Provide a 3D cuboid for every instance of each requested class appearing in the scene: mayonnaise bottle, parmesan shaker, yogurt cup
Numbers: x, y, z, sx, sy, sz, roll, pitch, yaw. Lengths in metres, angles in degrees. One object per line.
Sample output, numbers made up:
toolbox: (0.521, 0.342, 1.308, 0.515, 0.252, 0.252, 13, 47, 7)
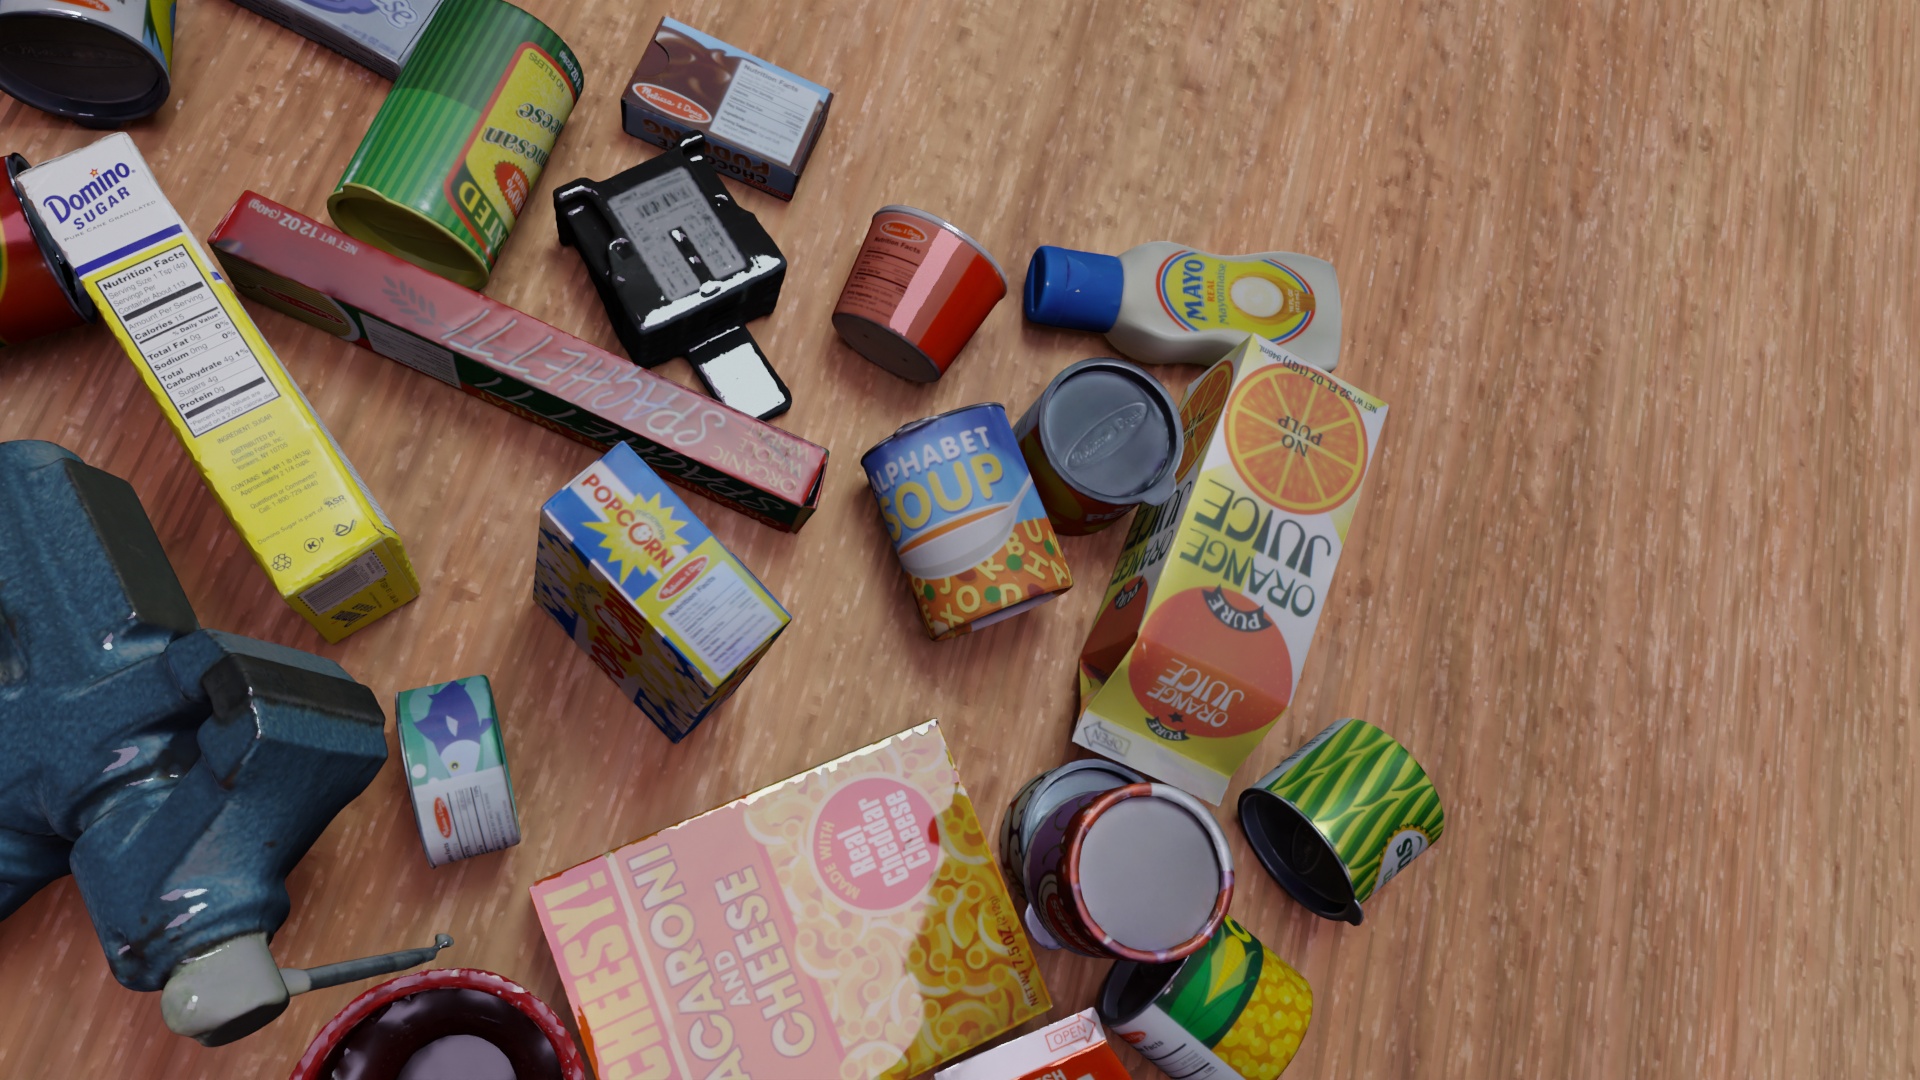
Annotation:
mayonnaise bottle: (0.105, -0.111, 0.657, 0.148, 0.041, 0.065, 5, 74, -14)
parmesan shaker: (-0.206, -0.165, 0.571, 0.071, 0.071, 0.103, 22, 71, -8)
yogurt cup: (-0.020, -0.106, 0.611, 0.072, 0.072, 0.054, 30, 78, -6)

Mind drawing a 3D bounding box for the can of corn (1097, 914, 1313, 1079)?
can of corn: (0.100, 0.184, 0.562, 0.058, 0.071, 0.071, 40, 69, -3)

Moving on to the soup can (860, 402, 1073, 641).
soup can: (0.002, -0.007, 0.585, 0.071, 0.071, 0.084, -19, 81, -19)

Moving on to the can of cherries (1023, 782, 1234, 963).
can of cherries: (0.062, 0.130, 0.533, 0.071, 0.058, 0.071, 4, 75, -14)

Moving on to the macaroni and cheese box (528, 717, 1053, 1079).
macaroni and cheese box: (-0.065, 0.158, 0.538, 0.167, 0.040, 0.124, -20, 81, -20)

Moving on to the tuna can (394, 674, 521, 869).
tuna can: (-0.186, 0.083, 0.514, 0.033, 0.071, 0.071, -12, 79, -18)

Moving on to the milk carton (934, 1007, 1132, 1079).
milk carton: (0.051, 0.281, 0.518, 0.072, 0.073, 0.191, -16, 80, -18)

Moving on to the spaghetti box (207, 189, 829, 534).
spaghetti box: (-0.172, -0.068, 0.566, 0.250, 0.050, 0.029, 24, 72, -8)

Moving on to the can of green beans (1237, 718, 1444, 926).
can of green beans: (0.163, 0.119, 0.597, 0.058, 0.071, 0.071, -32, 85, -21)

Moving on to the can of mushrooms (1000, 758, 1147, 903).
can of mushrooms: (0.051, 0.128, 0.581, 0.071, 0.033, 0.071, 4, 74, -15)

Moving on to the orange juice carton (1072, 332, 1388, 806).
orange juice carton: (0.113, 0.014, 0.608, 0.072, 0.073, 0.193, 26, 71, -8)

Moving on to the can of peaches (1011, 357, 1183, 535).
can of peaches: (0.058, -0.038, 0.616, 0.071, 0.058, 0.071, 4, 74, -15)

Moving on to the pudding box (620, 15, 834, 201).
pudding box: (-0.105, -0.195, 0.629, 0.084, 0.030, 0.050, 22, 72, -8)

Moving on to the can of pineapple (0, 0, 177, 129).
can of pineapple: (-0.347, -0.207, 0.547, 0.071, 0.070, 0.058, -2, 70, -15)

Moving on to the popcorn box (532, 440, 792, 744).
popcorn box: (-0.115, 0.025, 0.515, 0.085, 0.126, 0.038, 47, 65, 0)

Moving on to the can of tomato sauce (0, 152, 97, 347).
can of tomato sauce: (-0.376, -0.100, 0.508, 0.083, 0.071, 0.071, -21, 82, -19)

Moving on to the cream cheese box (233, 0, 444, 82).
cream cheese box: (-0.275, -0.244, 0.600, 0.104, 0.024, 0.053, 26, 70, -7)
